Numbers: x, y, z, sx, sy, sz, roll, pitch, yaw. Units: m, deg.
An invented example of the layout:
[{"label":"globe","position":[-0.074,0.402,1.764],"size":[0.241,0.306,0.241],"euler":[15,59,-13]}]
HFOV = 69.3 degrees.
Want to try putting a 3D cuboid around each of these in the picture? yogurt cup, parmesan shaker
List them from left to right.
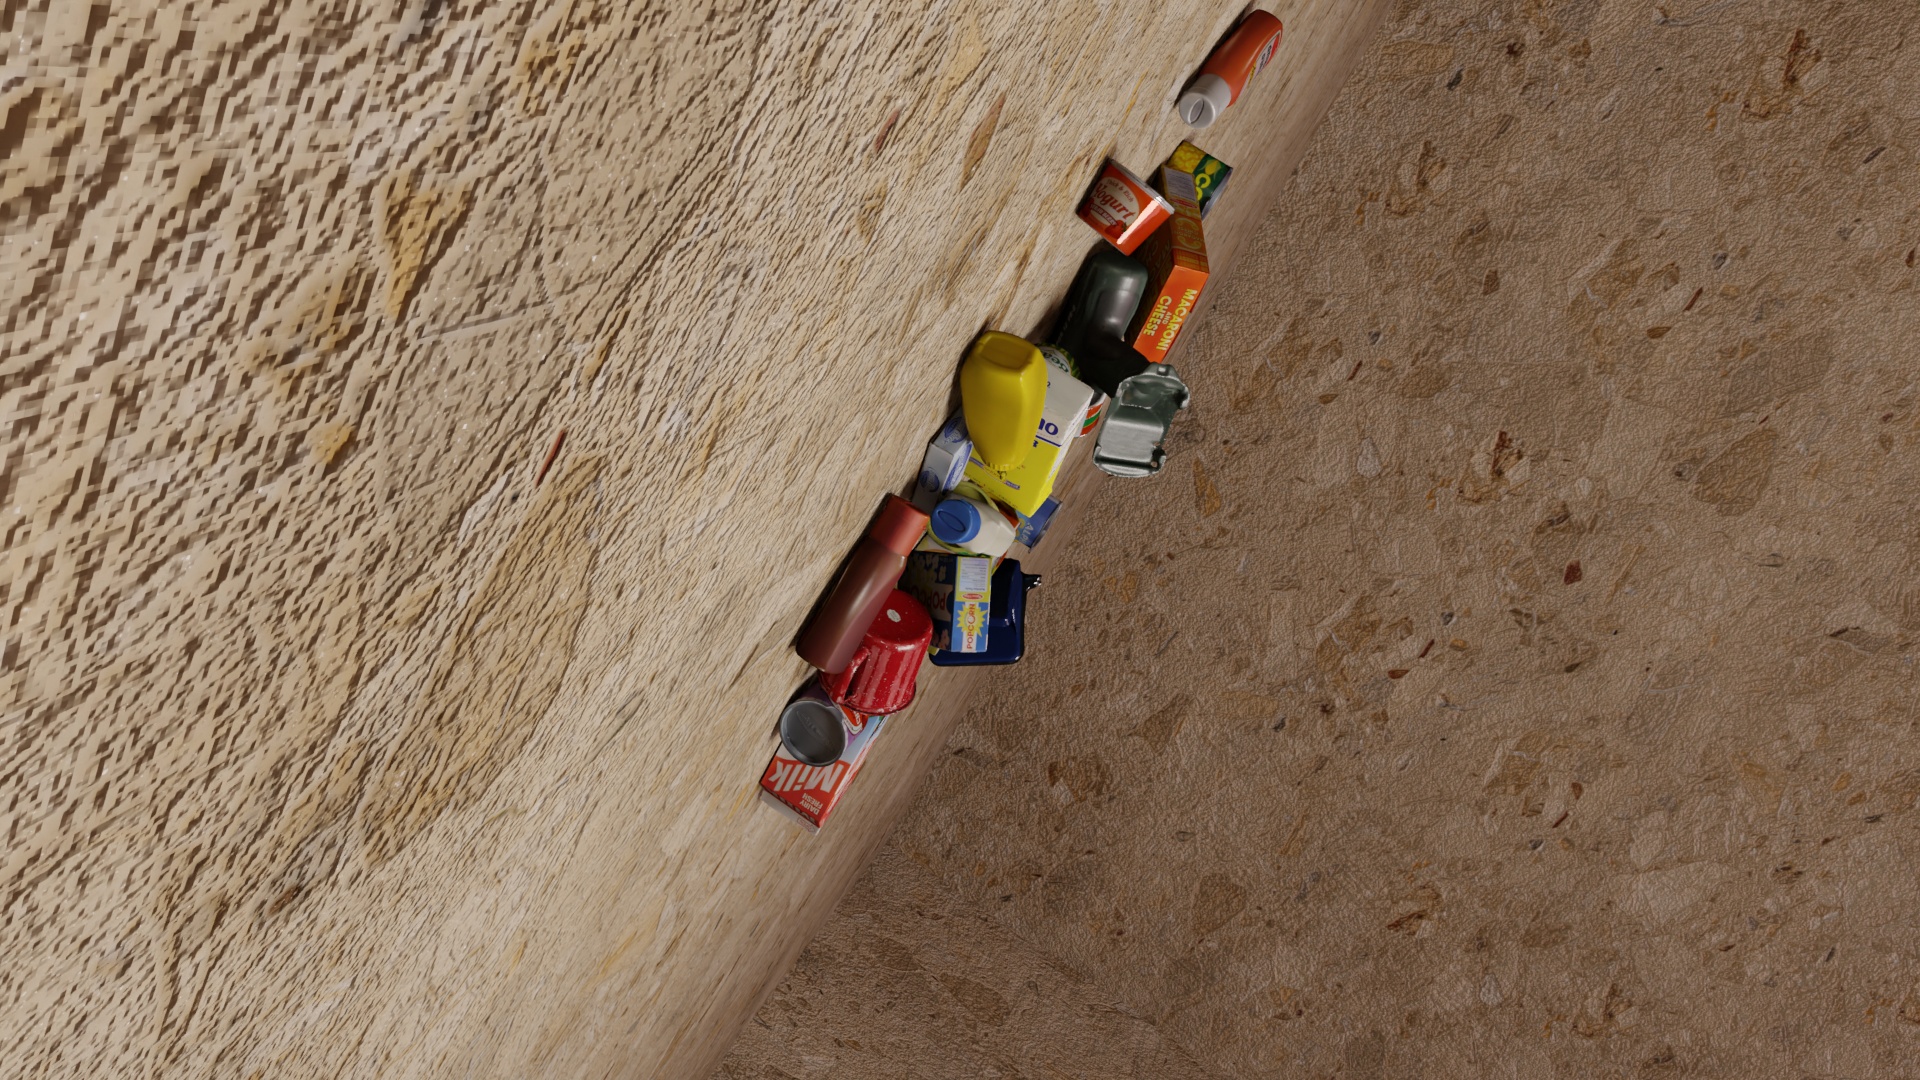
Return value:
[{"label":"parmesan shaker","position":[0.005,-0.017,1.338],"size":[0.071,0.071,0.103],"euler":[-57,173,-1]},{"label":"yogurt cup","position":[0.133,-0.271,1.139],"size":[0.054,0.072,0.072],"euler":[-51,174,13]}]

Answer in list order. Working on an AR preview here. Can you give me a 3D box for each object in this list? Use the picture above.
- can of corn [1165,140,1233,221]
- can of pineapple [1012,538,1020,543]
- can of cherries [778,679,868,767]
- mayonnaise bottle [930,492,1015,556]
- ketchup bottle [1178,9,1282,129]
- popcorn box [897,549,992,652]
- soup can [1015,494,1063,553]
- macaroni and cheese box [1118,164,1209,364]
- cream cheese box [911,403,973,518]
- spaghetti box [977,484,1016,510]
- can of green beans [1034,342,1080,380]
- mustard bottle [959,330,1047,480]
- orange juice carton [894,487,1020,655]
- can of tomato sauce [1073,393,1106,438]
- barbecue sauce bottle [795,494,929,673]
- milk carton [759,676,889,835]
[{"label":"can of corn","position":[0.240,-0.371,1.441],"size":[0.071,0.058,0.071],"euler":[-56,173,-10]},{"label":"can of pineapple","position":[0.062,-0.032,1.668],"size":[0.071,0.071,0.058],"euler":[-56,172,-7]},{"label":"can of cherries","position":[-0.122,0.164,1.271],"size":[0.071,0.071,0.058],"euler":[-61,172,25]},{"label":"mayonnaise bottle","position":[0.007,-0.014,1.208],"size":[0.041,0.065,0.148],"euler":[-55,169,6]},{"label":"ketchup bottle","position":[0.249,-0.434,1.291],"size":[0.149,0.043,0.064],"euler":[-52,171,-34]},{"label":"popcorn box","position":[-0.017,0.053,1.266],"size":[0.126,0.038,0.085],"euler":[4,-90,64]},{"label":"soup can","position":[0.065,-0.036,1.604],"size":[0.071,0.084,0.071],"euler":[-56,172,-11]},{"label":"macaroni and cheese box","position":[0.199,-0.272,1.376],"size":[0.123,0.040,0.167],"euler":[115,-17,-45]},{"label":"cream cheese box","position":[-0.012,-0.068,1.191],"size":[0.053,0.024,0.103],"euler":[-55,173,-31]},{"label":"spaghetti box","position":[0.078,-0.112,1.501],"size":[0.249,0.050,0.029],"euler":[-60,170,24]},{"label":"can of green beans","position":[0.070,-0.140,1.262],"size":[0.058,0.071,0.071],"euler":[-49,169,-51]},{"label":"mustard bottle","position":[0.034,-0.100,1.119],"size":[0.049,0.065,0.159],"euler":[-58,163,-28]},{"label":"orange juice carton","position":[-0.002,0.017,1.430],"size":[0.194,0.073,0.071],"euler":[-53,171,-33]},{"label":"can of tomato sauce","position":[0.131,-0.164,1.578],"size":[0.071,0.071,0.083],"euler":[-55,172,-15]},{"label":"barbecue sauce bottle","position":[-0.077,0.035,1.121],"size":[0.148,0.044,0.065],"euler":[-59,173,6]},{"label":"milk carton","position":[-0.131,0.203,1.362],"size":[0.189,0.072,0.074],"euler":[-60,173,22]}]
